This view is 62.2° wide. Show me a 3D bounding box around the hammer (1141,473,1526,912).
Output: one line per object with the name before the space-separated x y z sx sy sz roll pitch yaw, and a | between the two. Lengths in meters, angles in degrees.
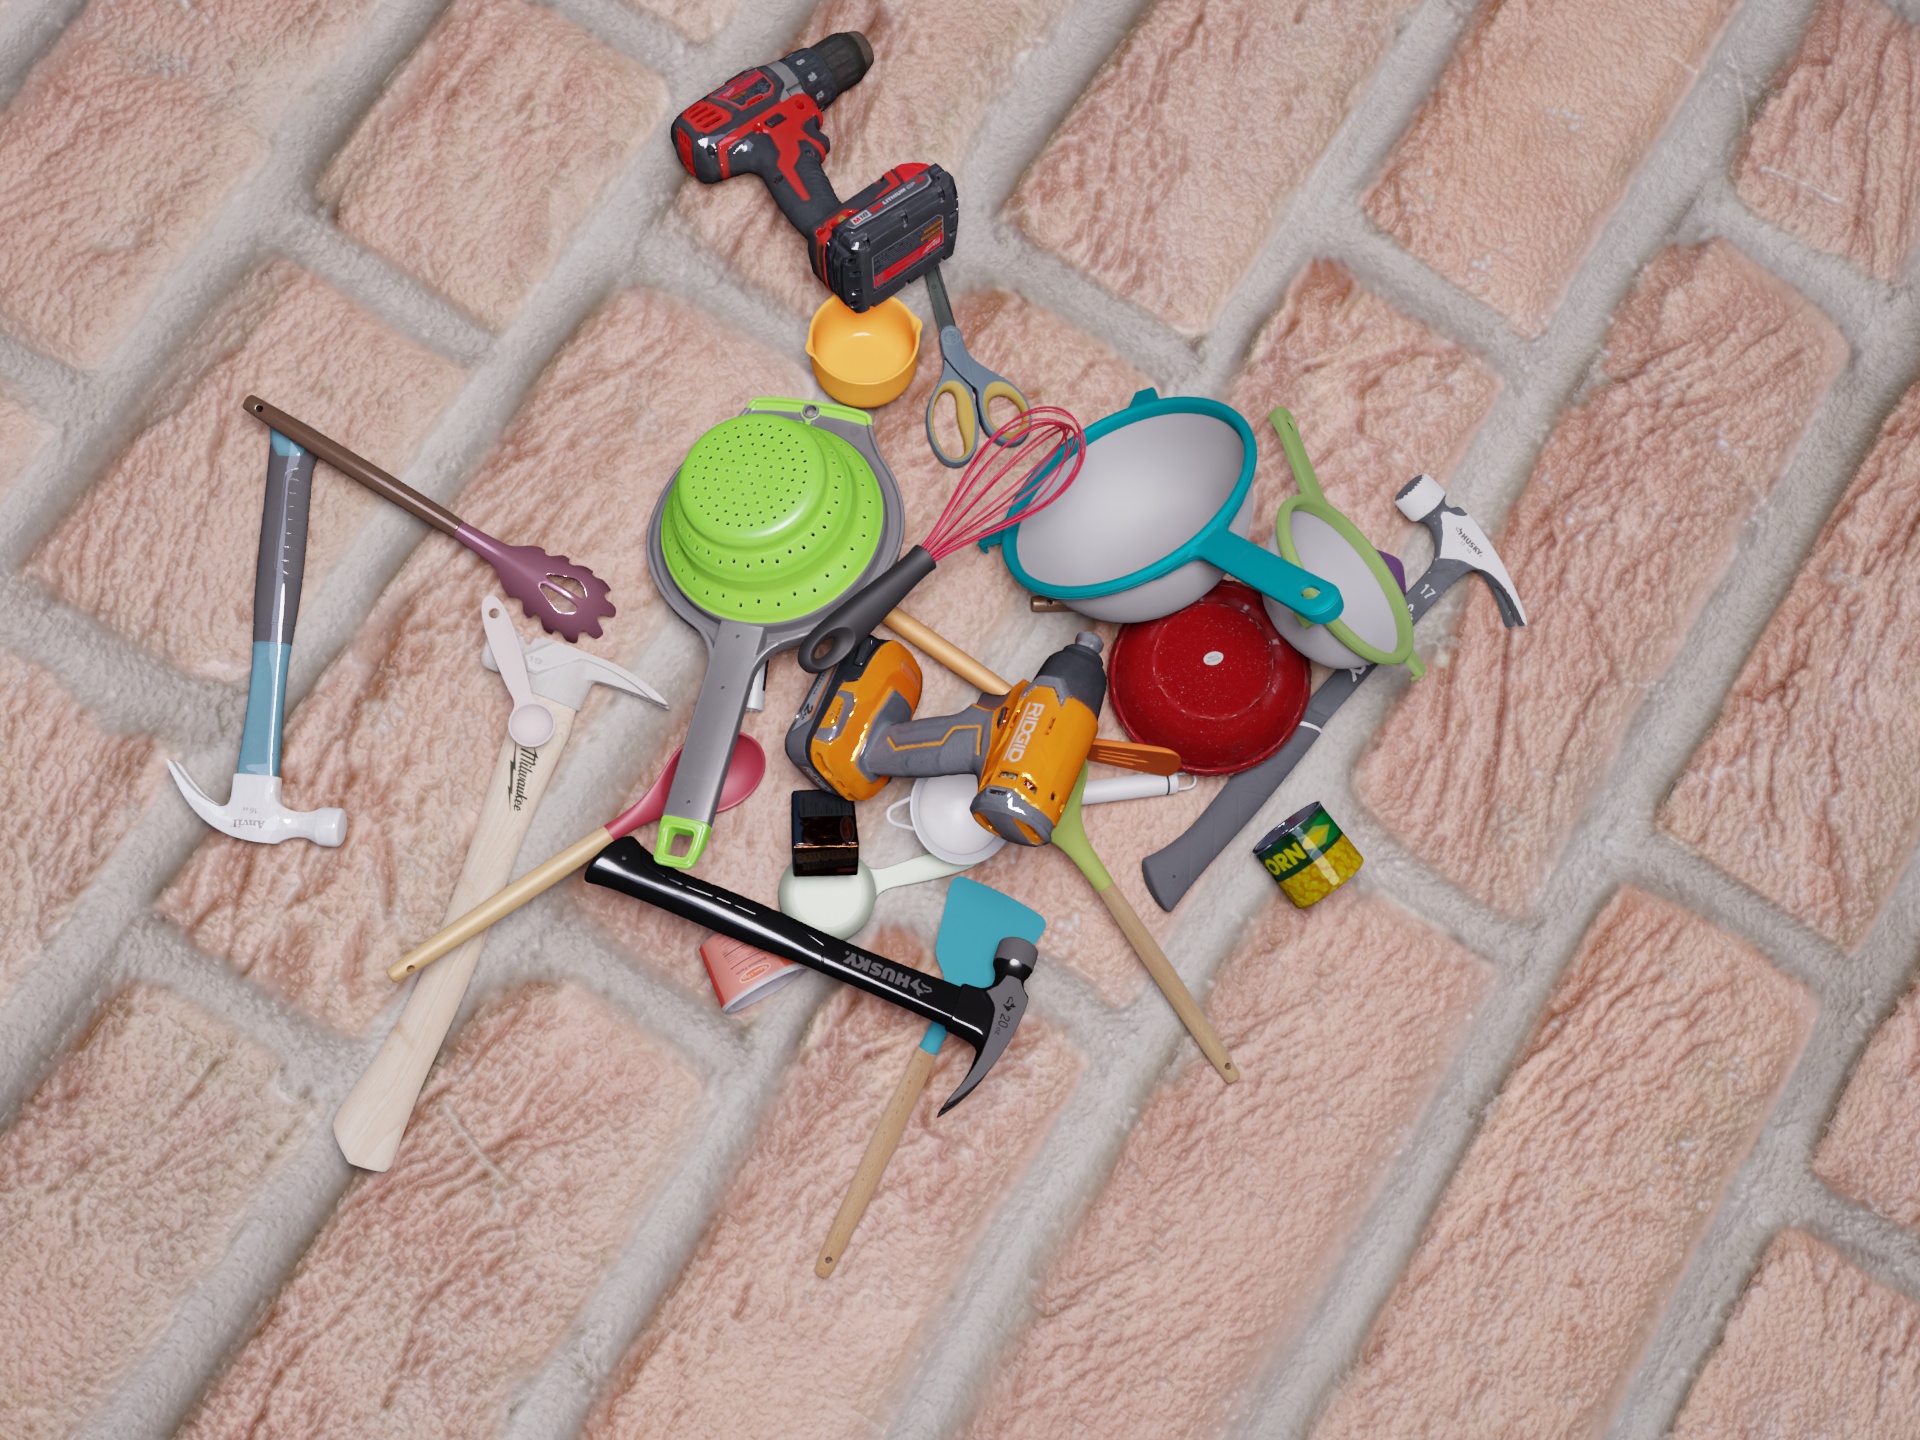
hammer | 0.292 -0.005 1.282 0.149 0.036 0.409 44 82 -7

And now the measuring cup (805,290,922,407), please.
measuring cup | -0.090 -0.332 1.290 0.095 0.052 0.174 -16 70 -9

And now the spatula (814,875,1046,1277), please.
spatula | -0.035 0.277 1.220 0.082 0.044 0.317 26 85 -1

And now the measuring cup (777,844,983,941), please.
measuring cup | -0.059 0.122 1.229 0.167 0.038 0.083 -15 84 -5

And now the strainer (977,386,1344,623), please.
strainer | 0.176 -0.121 1.188 0.211 0.341 0.095 -42 130 -7

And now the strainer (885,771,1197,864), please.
strainer | 0.065 0.063 1.251 0.258 0.050 0.087 -6 83 -12

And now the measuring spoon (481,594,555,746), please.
measuring spoon | -0.337 -0.037 1.201 0.034 0.018 0.124 -19 80 -12

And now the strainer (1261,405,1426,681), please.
strainer | 0.265 -0.137 1.246 0.151 0.069 0.257 20 46 -37

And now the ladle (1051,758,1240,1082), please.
ladle | 0.129 0.149 1.215 0.078 0.062 0.320 -35 98 -12

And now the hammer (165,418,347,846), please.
hammer | -0.523 -0.072 1.215 0.128 0.033 0.331 3 81 -6

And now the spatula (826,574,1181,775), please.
spatula | 0.026 -0.038 1.245 0.323 0.081 0.041 34 80 10

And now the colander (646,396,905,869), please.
colander | -0.167 -0.089 1.179 0.204 0.094 0.397 10 71 11

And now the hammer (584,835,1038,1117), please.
hammer | -0.115 0.169 1.162 0.334 0.035 0.146 23 54 -2

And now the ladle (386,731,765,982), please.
ladle | -0.284 0.101 1.187 0.315 0.031 0.069 -34 120 -20

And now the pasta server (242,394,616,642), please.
pasta server | -0.409 -0.159 1.226 0.316 0.040 0.060 31 80 -4

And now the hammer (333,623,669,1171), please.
hammer | -0.357 0.139 1.200 0.146 0.038 0.411 20 81 -4

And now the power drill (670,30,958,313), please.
power drill | -0.097 -0.452 1.274 0.188 0.080 0.227 -38 70 -17

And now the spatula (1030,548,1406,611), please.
spatula | 0.213 -0.107 1.300 0.316 0.018 0.060 -5 86 -7

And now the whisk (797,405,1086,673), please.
whisk | -0.013 -0.137 1.202 0.073 0.073 0.296 46 74 2

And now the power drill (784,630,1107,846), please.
power drill | -0.002 -0.004 1.170 0.227 0.084 0.164 10 63 35
